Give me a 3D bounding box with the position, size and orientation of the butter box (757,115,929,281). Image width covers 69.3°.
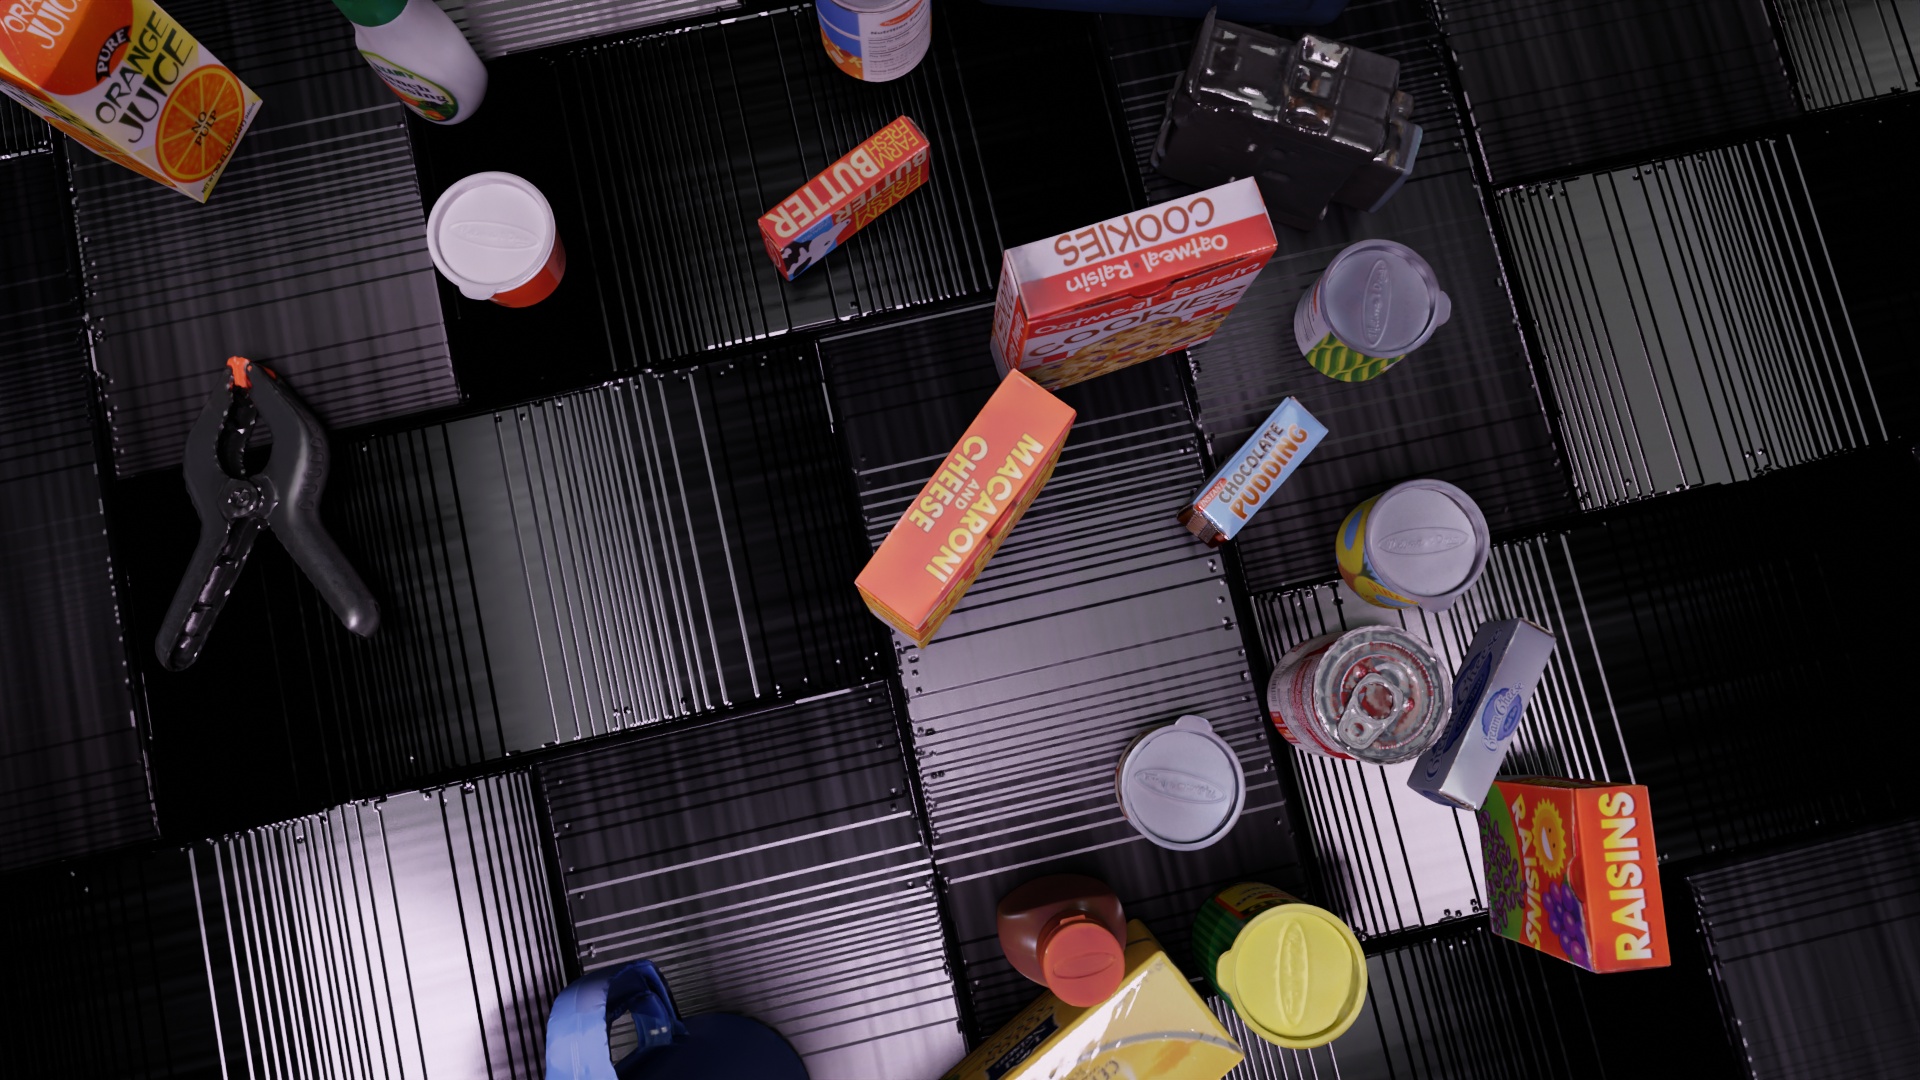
[{"bbox_3d":[-0.064,-0.191,0.777,0.103,0.053,0.024,-38,85,-6],"label":"butter box"}]

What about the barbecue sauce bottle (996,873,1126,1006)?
[{"bbox_3d":[0.052,0.194,0.679,0.065,0.148,0.043,-11,83,-3],"label":"barbecue sauce bottle"}]

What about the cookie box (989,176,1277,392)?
[{"bbox_3d":[0.082,-0.122,0.713,0.123,0.167,0.040,-18,84,-3],"label":"cookie box"}]

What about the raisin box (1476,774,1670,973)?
[{"bbox_3d":[0.304,0.163,0.701,0.040,0.123,0.086,-3,83,-2],"label":"raisin box"}]

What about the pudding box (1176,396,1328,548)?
[{"bbox_3d":[0.159,-0.037,0.763,0.030,0.049,0.084,42,84,4],"label":"pudding box"}]

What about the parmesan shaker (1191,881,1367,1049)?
[{"bbox_3d":[0.155,0.210,0.702,0.071,0.103,0.071,0,83,-1],"label":"parmesan shaker"}]

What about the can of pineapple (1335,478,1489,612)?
[{"bbox_3d":[0.243,0.005,0.755,0.071,0.058,0.071,0,82,-1],"label":"can of pineapple"}]

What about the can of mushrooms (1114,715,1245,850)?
[{"bbox_3d":[0.118,0.129,0.747,0.071,0.033,0.071,0,82,-1],"label":"can of mushrooms"}]

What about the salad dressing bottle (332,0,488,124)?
[{"bbox_3d":[-0.296,-0.271,0.734,0.064,0.147,0.044,24,83,2],"label":"salad dressing bottle"}]

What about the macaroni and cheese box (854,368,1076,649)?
[{"bbox_3d":[0.002,-0.009,0.696,0.040,0.166,0.124,36,83,3],"label":"macaroni and cheese box"}]

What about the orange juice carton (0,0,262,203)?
[{"bbox_3d":[-0.447,-0.250,0.705,0.073,0.192,0.072,25,83,2],"label":"orange juice carton"}]

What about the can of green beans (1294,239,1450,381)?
[{"bbox_3d":[0.225,-0.126,0.772,0.071,0.057,0.071,0,82,-1],"label":"can of green beans"}]

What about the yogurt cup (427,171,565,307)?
[{"bbox_3d":[-0.252,-0.162,0.768,0.072,0.054,0.072,0,82,-1],"label":"yogurt cup"}]

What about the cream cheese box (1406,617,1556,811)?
[{"bbox_3d":[0.279,0.093,0.746,0.024,0.053,0.104,27,83,2],"label":"cream cheese box"}]

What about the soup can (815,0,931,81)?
[{"bbox_3d":[-0.050,-0.308,0.777,0.071,0.083,0.071,0,83,-1],"label":"soup can"}]
